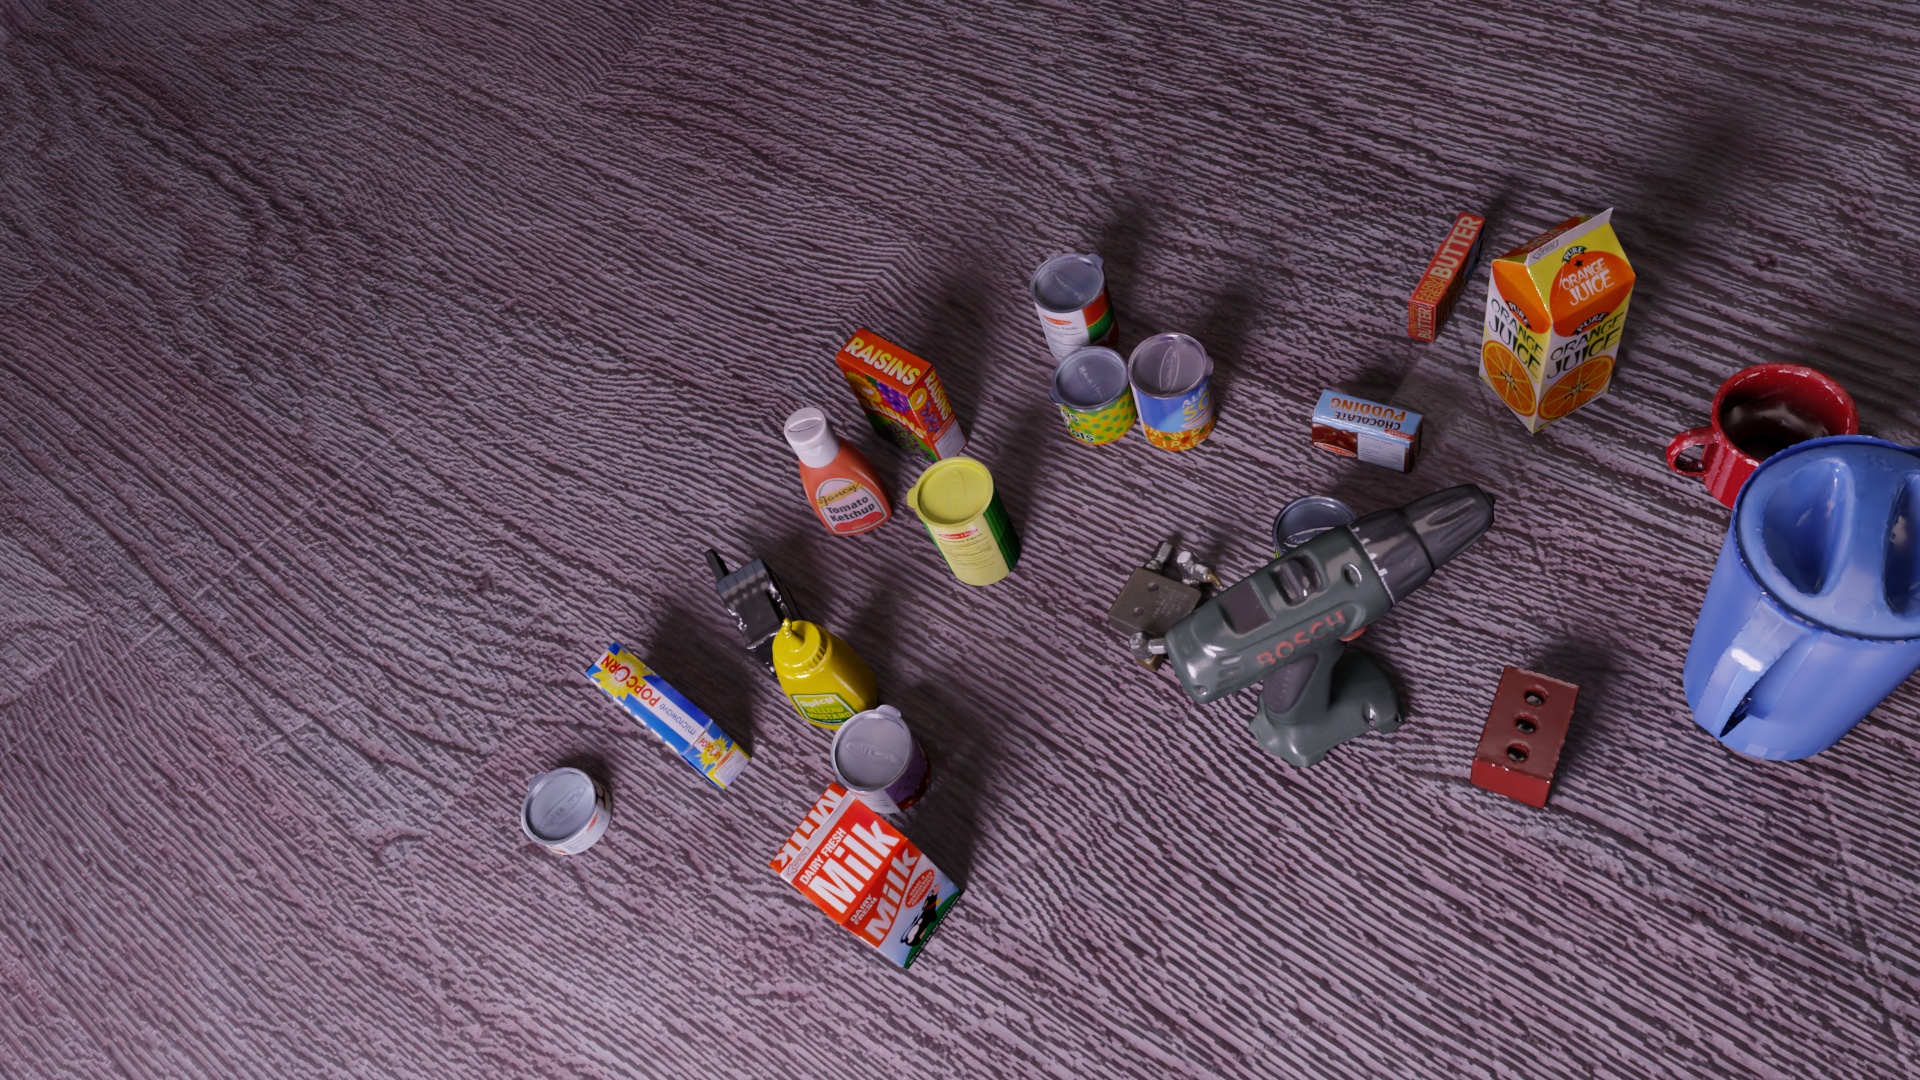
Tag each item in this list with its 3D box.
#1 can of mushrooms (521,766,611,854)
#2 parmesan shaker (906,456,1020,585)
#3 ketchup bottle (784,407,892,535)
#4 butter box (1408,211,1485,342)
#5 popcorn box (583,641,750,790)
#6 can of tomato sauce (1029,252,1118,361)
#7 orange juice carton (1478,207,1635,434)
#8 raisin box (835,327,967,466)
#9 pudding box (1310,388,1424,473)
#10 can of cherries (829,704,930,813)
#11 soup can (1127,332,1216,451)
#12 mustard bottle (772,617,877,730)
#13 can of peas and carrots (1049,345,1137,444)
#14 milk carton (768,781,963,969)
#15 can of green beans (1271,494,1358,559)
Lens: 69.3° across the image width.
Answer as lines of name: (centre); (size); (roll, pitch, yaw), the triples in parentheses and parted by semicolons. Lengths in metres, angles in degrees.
can of mushrooms: (-0.325, 0.221, 1.144); (0.071, 0.033, 0.071); (-7, 60, 12)
parmesan shaker: (0.004, -0.014, 1.142); (0.071, 0.102, 0.071); (-7, 60, 12)
ketchup bottle: (-0.107, -0.058, 1.172); (0.065, 0.148, 0.044); (-17, 58, 7)
butter box: (0.411, -0.222, 1.173); (0.024, 0.053, 0.104); (25, 70, 27)
popcorn box: (-0.238, 0.143, 1.133); (0.127, 0.085, 0.038); (32, 74, 29)
can of tomato sauce: (0.104, -0.205, 1.235); (0.071, 0.082, 0.071); (-7, 60, 12)
orange juice carton: (0.450, -0.172, 1.051); (0.072, 0.192, 0.073); (-29, 58, -1)
raisin box: (-0.049, -0.122, 1.207); (0.086, 0.123, 0.040); (31, 74, 29)
pudding box: (0.328, -0.088, 1.123); (0.084, 0.049, 0.030); (19, 68, 25)
can of cherries: (-0.059, 0.171, 1.081); (0.071, 0.058, 0.072); (-7, 60, 12)
soup can: (0.181, -0.123, 1.165); (0.071, 0.083, 0.071); (-7, 60, 12)
mustard bottle: (-0.112, 0.100, 1.077); (0.065, 0.159, 0.049); (-4, 60, 14)
can of peas and carrots: (0.115, -0.123, 1.199); (0.071, 0.058, 0.071); (-7, 60, 12)
milk carton: (-0.069, 0.232, 0.971); (0.073, 0.189, 0.072); (31, 74, 28)
can of green beans: (0.277, 0.007, 1.078); (0.071, 0.057, 0.071); (-7, 60, 12)
